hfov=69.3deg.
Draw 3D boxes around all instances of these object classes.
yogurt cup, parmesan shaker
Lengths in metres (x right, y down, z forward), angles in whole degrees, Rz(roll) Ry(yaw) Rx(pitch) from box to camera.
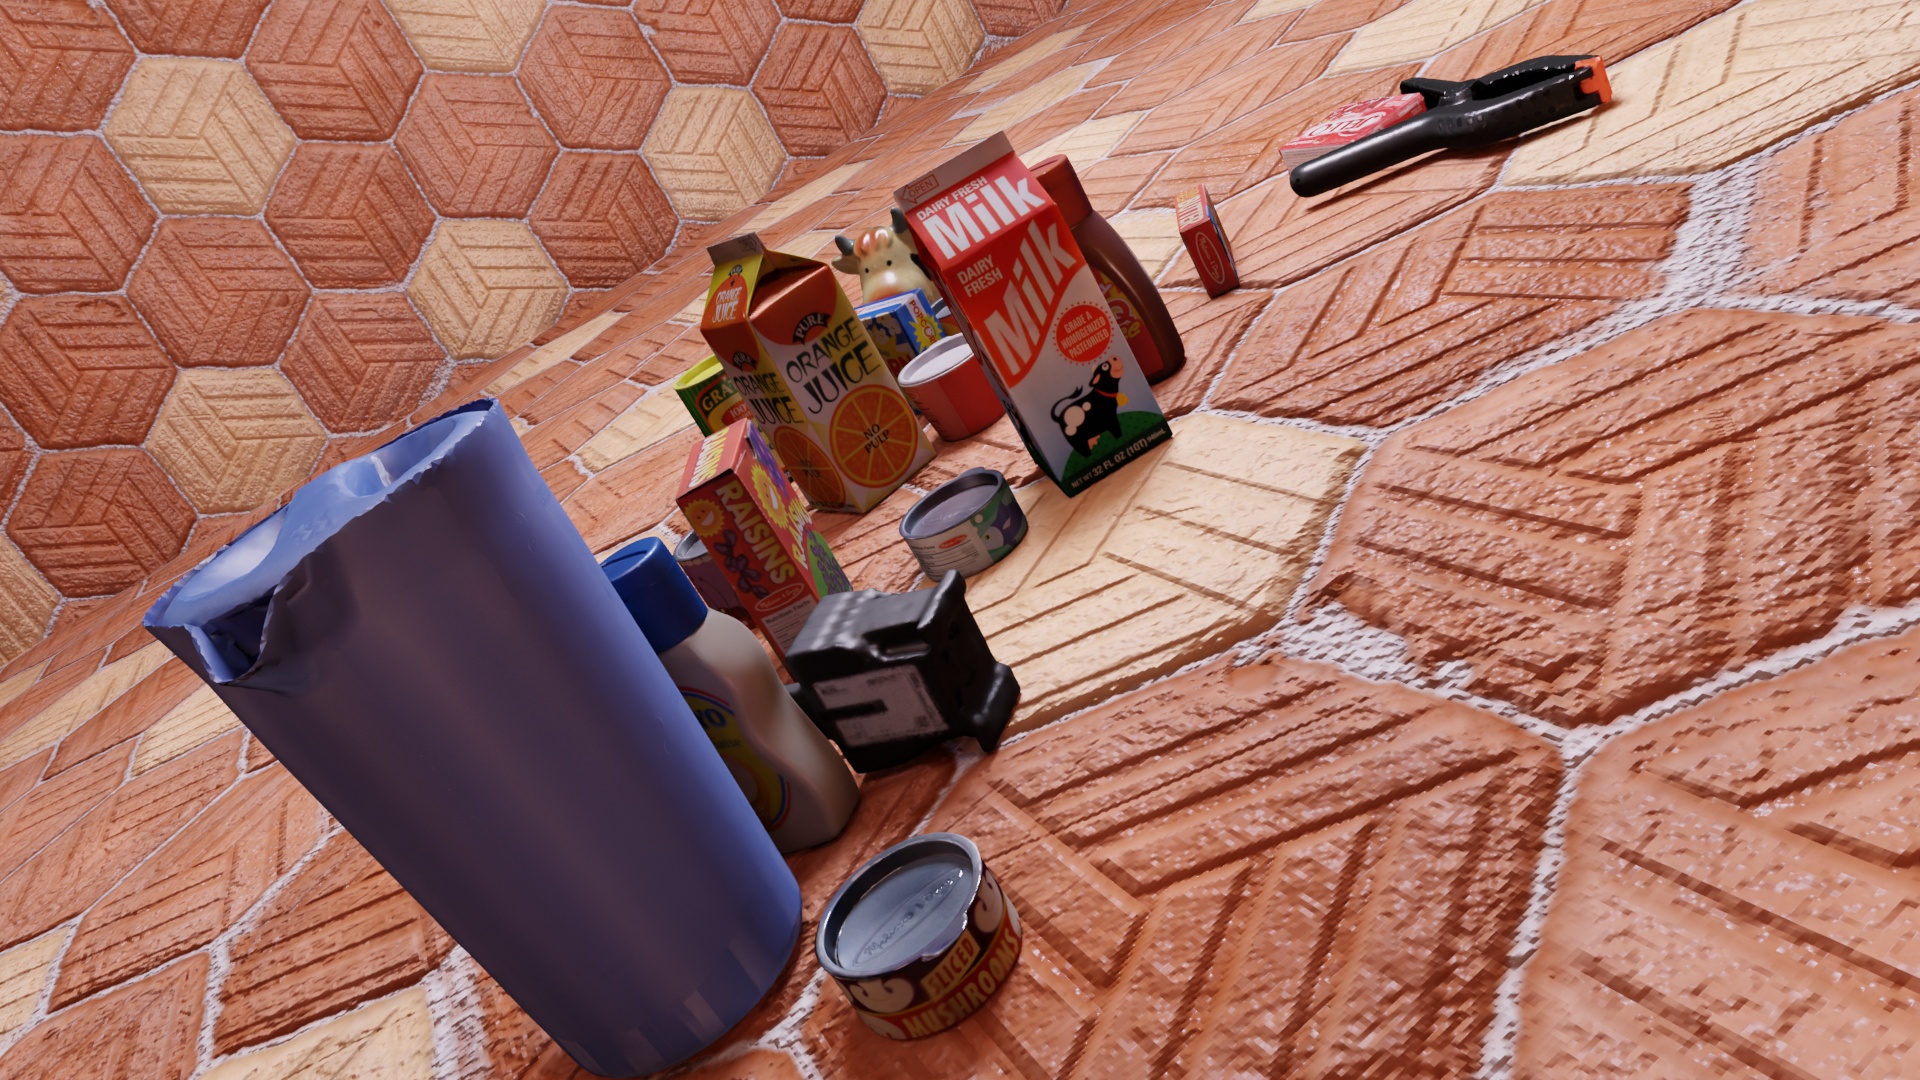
[{"bbox_3d":[-0.001,-0.105,0.958,0.072,0.053,0.073,-25,22,11],"label":"yogurt cup"},{"bbox_3d":[-0.162,-0.092,1.062,0.071,0.102,0.071,-25,22,11],"label":"parmesan shaker"}]

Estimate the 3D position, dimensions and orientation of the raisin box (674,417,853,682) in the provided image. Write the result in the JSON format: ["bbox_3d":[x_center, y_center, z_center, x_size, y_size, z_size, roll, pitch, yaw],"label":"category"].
[{"bbox_3d":[-0.104,0.003,0.760,0.040,0.123,0.086,-27,22,8],"label":"raisin box"}]

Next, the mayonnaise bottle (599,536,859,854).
[{"bbox_3d":[-0.104,0.068,0.590,0.064,0.147,0.041,-17,25,30],"label":"mayonnaise bottle"}]

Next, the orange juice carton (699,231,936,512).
[{"bbox_3d":[-0.103,-0.115,0.921,0.073,0.192,0.072,-41,24,-26],"label":"orange juice carton"}]

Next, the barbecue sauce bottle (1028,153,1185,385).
[{"bbox_3d":[0.081,-0.163,0.856,0.064,0.148,0.044,-14,27,35],"label":"barbecue sauce bottle"}]

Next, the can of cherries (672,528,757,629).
[{"bbox_3d":[-0.132,0.014,0.857,0.071,0.058,0.072,-25,22,11],"label":"can of cherries"}]

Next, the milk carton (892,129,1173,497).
[{"bbox_3d":[0.038,-0.127,0.776,0.072,0.190,0.073,-31,22,-2],"label":"milk carton"}]

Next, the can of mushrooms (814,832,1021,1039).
[{"bbox_3d":[-0.013,0.137,0.482,0.071,0.033,0.071,-25,22,11],"label":"can of mushrooms"}]

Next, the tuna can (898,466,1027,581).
[{"bbox_3d":[0.003,-0.010,0.777,0.071,0.032,0.071,-25,22,11],"label":"tuna can"}]

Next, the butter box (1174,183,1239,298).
[{"bbox_3d":[0.172,-0.212,0.975,0.024,0.053,0.104,-23,23,18],"label":"butter box"}]

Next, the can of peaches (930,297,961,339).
[{"bbox_3d":[0.015,-0.160,1.049,0.071,0.058,0.071,-25,22,11],"label":"can of peaches"}]

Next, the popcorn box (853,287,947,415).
[{"bbox_3d":[-0.062,-0.136,1.057,0.126,0.085,0.038,-6,32,45],"label":"popcorn box"}]
